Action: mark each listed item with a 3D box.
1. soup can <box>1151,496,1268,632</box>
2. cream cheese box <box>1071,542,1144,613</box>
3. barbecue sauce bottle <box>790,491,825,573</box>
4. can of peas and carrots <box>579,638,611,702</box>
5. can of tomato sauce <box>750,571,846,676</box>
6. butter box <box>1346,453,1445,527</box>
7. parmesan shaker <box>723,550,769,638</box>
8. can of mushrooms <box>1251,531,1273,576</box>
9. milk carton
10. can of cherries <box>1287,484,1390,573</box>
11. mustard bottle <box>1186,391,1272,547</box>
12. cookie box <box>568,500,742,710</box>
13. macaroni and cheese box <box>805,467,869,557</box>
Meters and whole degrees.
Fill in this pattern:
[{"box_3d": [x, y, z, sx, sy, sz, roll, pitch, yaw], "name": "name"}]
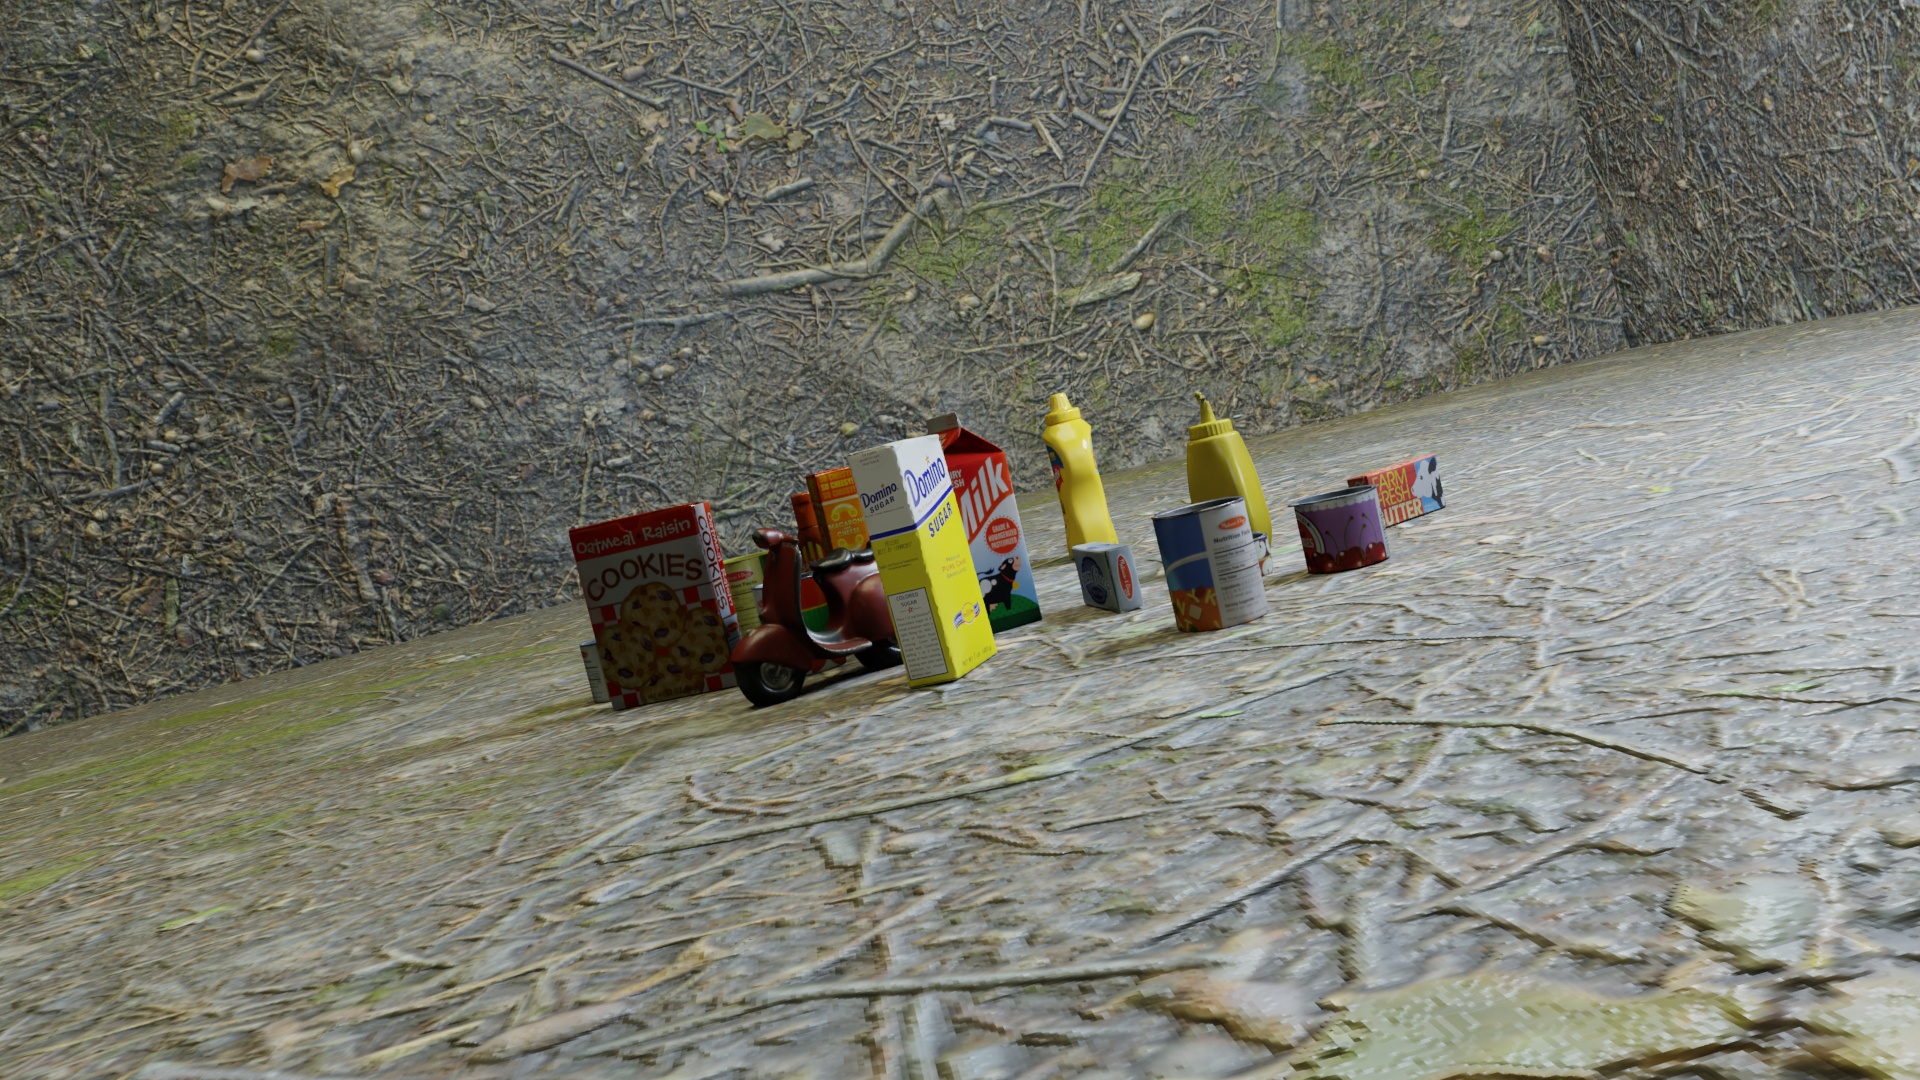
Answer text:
[{"box_3d": [0.175, 0.016, 0.981, 0.071, 0.083, 0.071, -13, 4, 1], "name": "soup can"}, {"box_3d": [0.123, 0.030, 1.171, 0.024, 0.053, 0.104, -14, 4, -10], "name": "cream cheese box"}, {"box_3d": [-0.151, 0.019, 1.516, 0.065, 0.148, 0.044, -12, 4, 21], "name": "barbecue sauce bottle"}, {"box_3d": [-0.326, 0.119, 1.343, 0.071, 0.058, 0.071, -13, 4, 1], "name": "can of peas and carrots"}, {"box_3d": [-0.139, 0.073, 1.212, 0.071, 0.083, 0.071, -13, 4, 1], "name": "can of tomato sauce"}, {"box_3d": [0.405, -0.044, 1.286, 0.104, 0.053, 0.024, -16, 4, -33], "name": "butter box"}, {"box_3d": [-0.202, 0.067, 1.355, 0.071, 0.103, 0.071, -13, 4, 1], "name": "parmesan shaker"}, {"box_3d": [0.230, 0.015, 1.170, 0.071, 0.033, 0.071, -13, 4, 1], "name": "can of mushrooms"}, {"box_3d": [0.004, -0.015, 1.200, 0.074, 0.190, 0.072, -15, 4, -24], "name": "milk carton"}, {"box_3d": [0.299, -0.008, 1.099, 0.071, 0.058, 0.071, -13, 4, 1], "name": "can of cherries"}, {"box_3d": [0.239, -0.059, 1.268, 0.065, 0.160, 0.049, -11, 4, 36], "name": "mustard bottle"}, {"box_3d": [-0.268, 0.057, 1.239, 0.123, 0.167, 0.040, -12, 4, 12], "name": "cookie box"}, {"box_3d": [-0.110, 0.012, 1.361, 0.040, 0.166, 0.123, -14, 4, -10], "name": "macaroni and cheese box"}]
